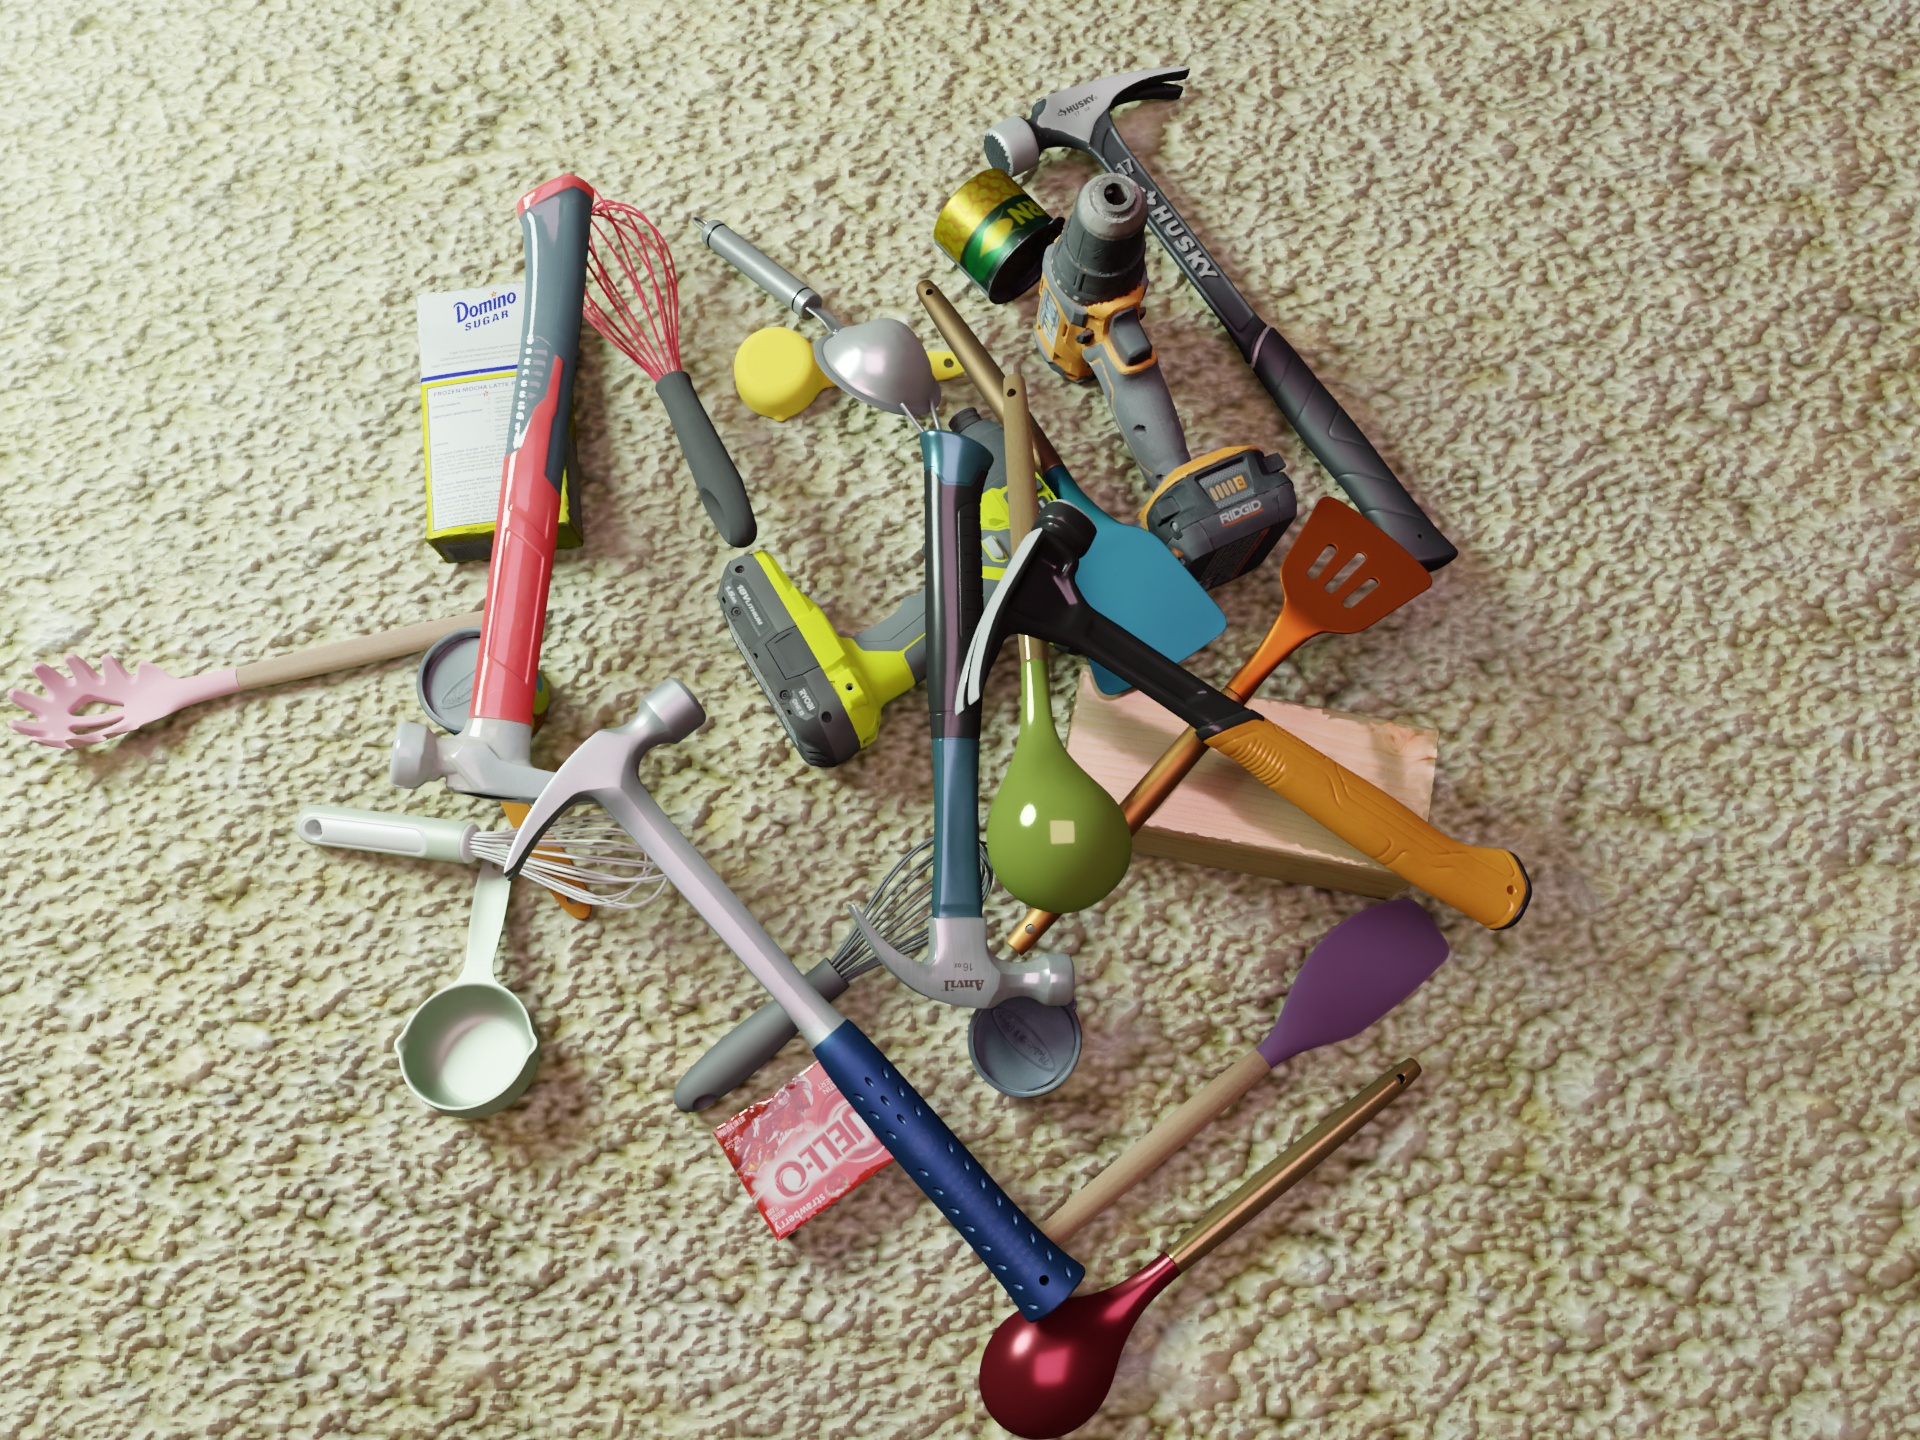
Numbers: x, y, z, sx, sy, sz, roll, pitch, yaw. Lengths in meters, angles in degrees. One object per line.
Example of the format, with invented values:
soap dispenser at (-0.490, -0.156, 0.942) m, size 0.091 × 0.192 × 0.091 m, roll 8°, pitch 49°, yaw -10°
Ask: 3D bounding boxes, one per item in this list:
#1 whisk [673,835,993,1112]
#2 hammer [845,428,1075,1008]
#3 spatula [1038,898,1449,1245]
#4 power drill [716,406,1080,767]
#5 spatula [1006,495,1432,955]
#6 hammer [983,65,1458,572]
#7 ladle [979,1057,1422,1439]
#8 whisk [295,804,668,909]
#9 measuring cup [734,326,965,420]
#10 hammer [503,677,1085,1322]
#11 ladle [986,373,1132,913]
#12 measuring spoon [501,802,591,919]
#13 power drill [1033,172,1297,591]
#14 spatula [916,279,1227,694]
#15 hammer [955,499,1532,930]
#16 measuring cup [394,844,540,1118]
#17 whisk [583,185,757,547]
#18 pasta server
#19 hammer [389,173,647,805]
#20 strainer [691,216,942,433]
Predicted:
whisk at (-0.074, 0.149, 0.935) m, size 0.239 × 0.055 × 0.055 m, roll -40°, pitch 78°, yaw -5°
hammer at (-0.001, -0.003, 0.911) m, size 0.128 × 0.033 × 0.331 m, roll 1°, pitch 84°, yaw -10°
spatula at (0.155, 0.212, 0.927) m, size 0.316 × 0.018 × 0.060 m, roll -38°, pitch 93°, yaw -8°
power drill at (-0.029, -0.084, 0.981) m, size 0.223 × 0.080 × 0.171 m, roll -29°, pitch 76°, yaw -10°
spatula at (0.137, 0.007, 0.887) m, size 0.081 × 0.041 × 0.322 m, roll 41°, pitch 85°, yaw 11°
hammer at (0.188, -0.261, 1.037) m, size 0.149 × 0.036 × 0.409 m, roll -32°, pitch 79°, yaw -14°
ladle at (0.142, 0.293, 0.904) m, size 0.315 × 0.031 × 0.069 m, roll -36°, pitch 75°, yaw -9°
whisk at (-0.286, 0.075, 0.951) m, size 0.246 × 0.059 × 0.057 m, roll 6°, pitch 103°, yaw 11°
measuring cup at (-0.071, -0.233, 1.041) m, size 0.156 × 0.029 × 0.062 m, roll -4°, pitch 76°, yaw 1°
hammer at (-0.085, 0.170, 0.886) m, size 0.144 × 0.035 × 0.405 m, roll -41°, pitch 87°, yaw -16°
ladle at (0.044, -0.050, 0.885) m, size 0.078 × 0.062 × 0.320 m, roll -12°, pitch 65°, yaw 21°
measuring spoon at (-0.260, 0.073, 0.975) m, size 0.021 × 0.011 × 0.117 m, roll -35°, pitch 77°, yaw -7°
power drill at (0.115, -0.200, 0.952) m, size 0.084 × 0.185 × 0.226 m, roll -24°, pitch 79°, yaw -8°
spatula at (0.046, -0.158, 0.958) m, size 0.082 × 0.044 × 0.318 m, roll -30°, pitch 60°, yaw 1°
hammer at (0.159, 0.022, 0.839) m, size 0.336 × 0.034 × 0.127 m, roll 32°, pitch 65°, yaw -9°
measuring cup at (-0.282, 0.155, 0.948) m, size 0.083 × 0.038 × 0.168 m, roll -1°, pitch 59°, yaw 2°
whisk at (-0.188, -0.227, 1.005) m, size 0.073 × 0.073 × 0.296 m, roll -25°, pitch 67°, yaw -5°
pasta server at (-0.426, -0.036, 0.994) m, size 0.316 × 0.040 × 0.060 m, roll -13°, pitch 65°, yaw -3°
hammer at (-0.241, -0.142, 0.954) m, size 0.143 × 0.038 × 0.386 m, roll 8°, pitch 77°, yaw -18°
strainer at (-0.094, -0.266, 1.023) m, size 0.259 × 0.050 × 0.087 m, roll 41°, pitch 37°, yaw 26°
